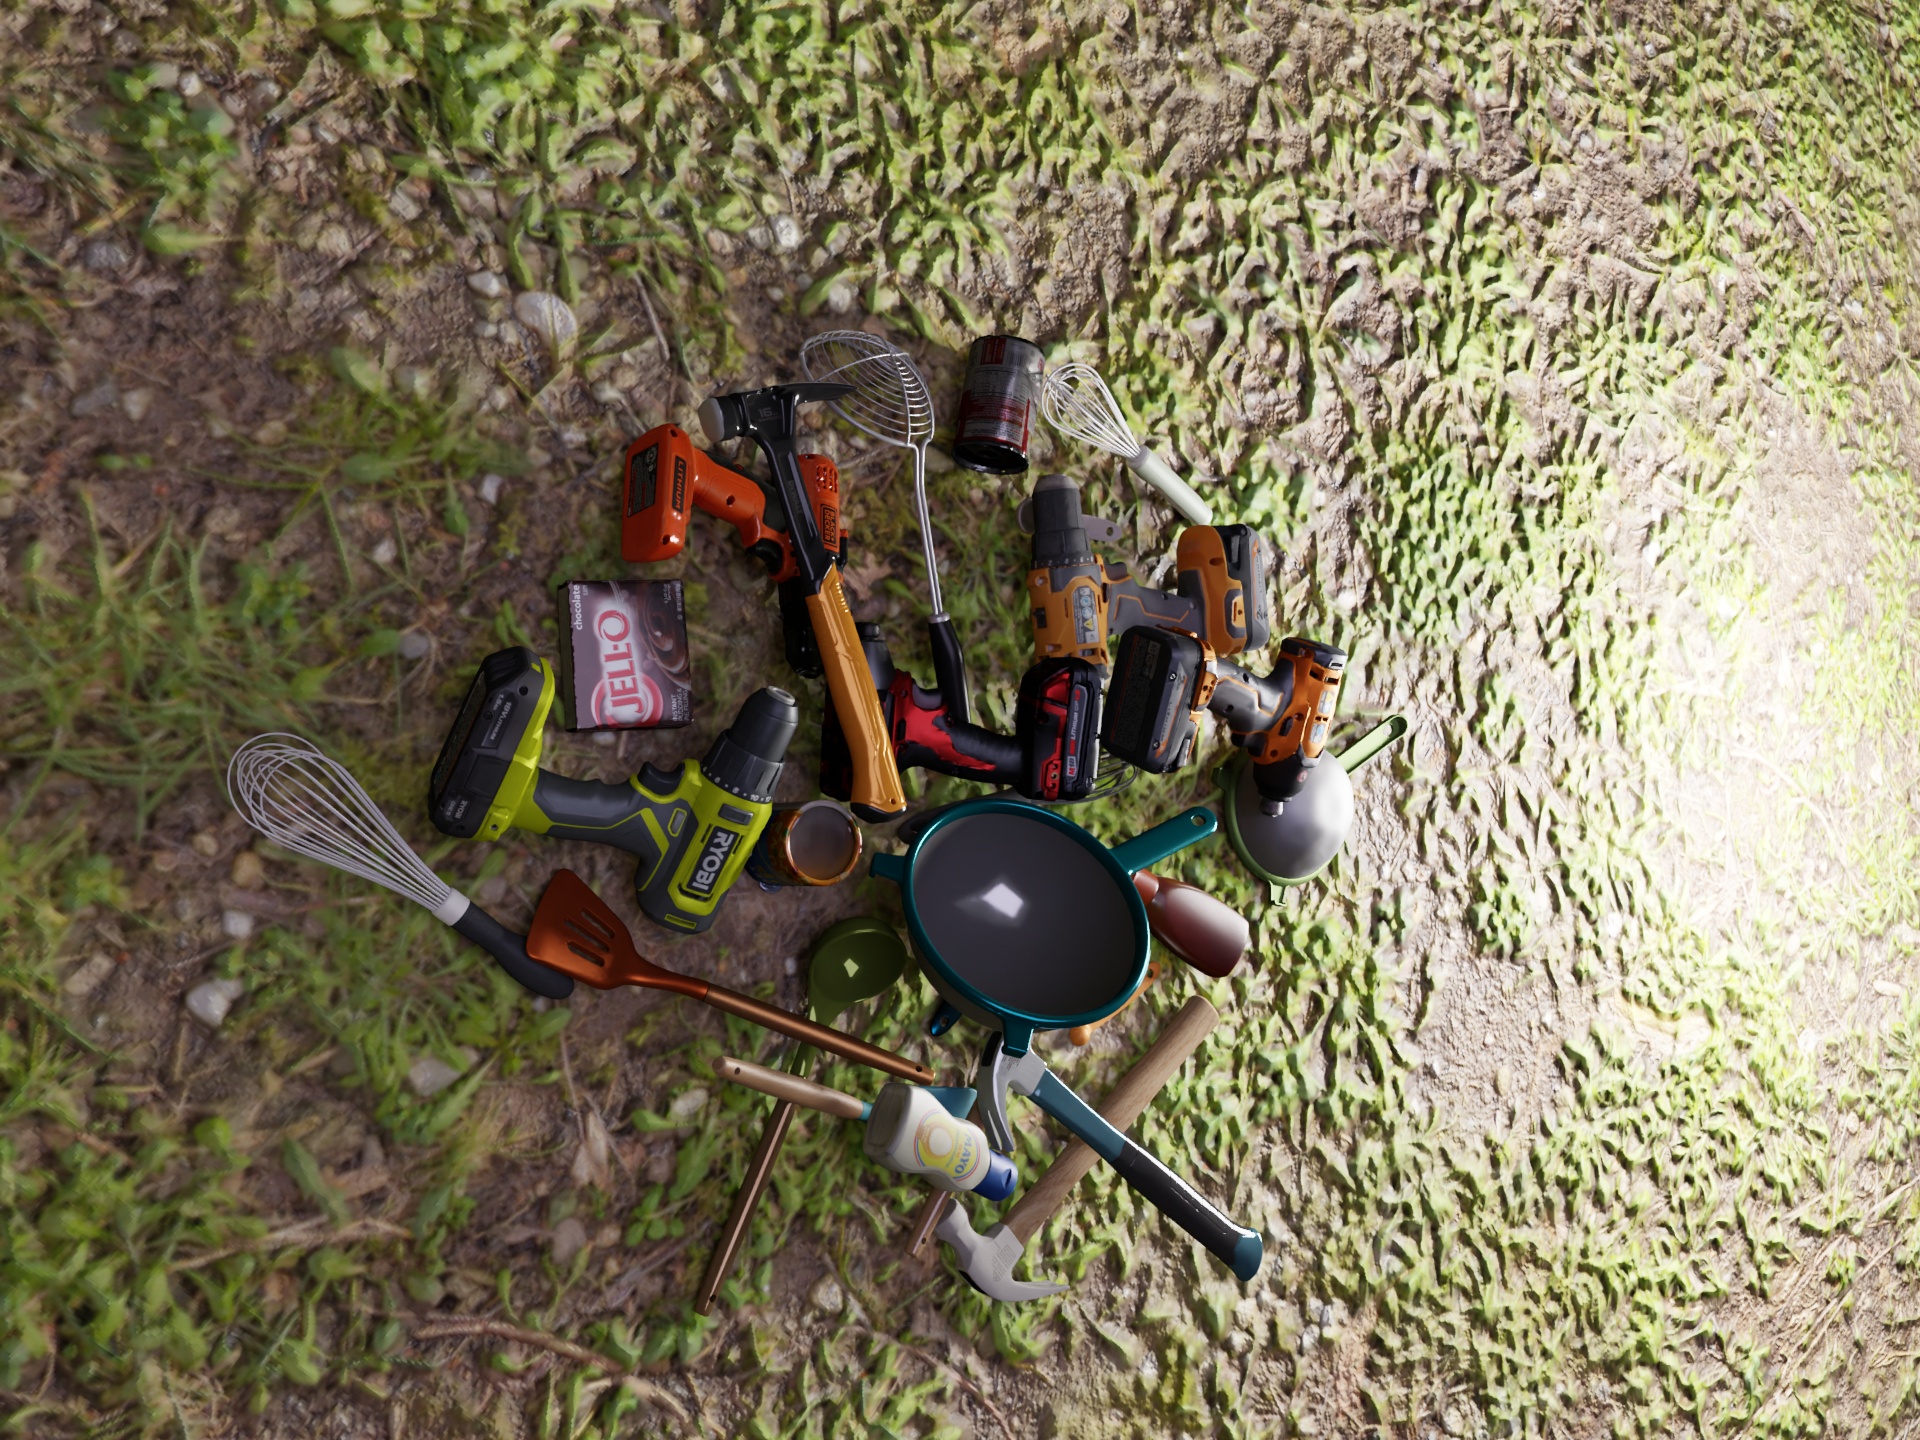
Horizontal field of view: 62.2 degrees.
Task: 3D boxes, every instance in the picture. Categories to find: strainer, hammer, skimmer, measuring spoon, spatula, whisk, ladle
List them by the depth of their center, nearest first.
[{"bbox_3d":[-0.375,0.110,1.088,0.284,0.070,0.070,44,65,-25],"label":"whisk"},{"bbox_3d":[-0.163,0.206,1.177,0.322,0.041,0.081,23,45,-11],"label":"spatula"},{"bbox_3d":[-0.094,-0.087,1.198,0.127,0.034,0.337,-18,95,-36],"label":"hammer"},{"bbox_3d":[-0.084,0.291,1.206,0.317,0.044,0.082,38,65,-54],"label":"spatula"},{"bbox_3d":[-0.127,0.299,1.217,0.078,0.062,0.320,34,71,-35],"label":"ladle"},{"bbox_3d":[-0.052,-0.143,1.319,0.127,0.090,0.363,-29,113,-56],"label":"skimmer"},{"bbox_3d":[0.085,0.155,1.321,0.340,0.095,0.211,-21,63,-40],"label":"strainer"},{"bbox_3d":[0.029,0.297,1.324,0.059,0.018,0.316,47,59,-33],"label":"spatula"},{"bbox_3d":[0.019,0.216,1.332,0.042,0.021,0.129,51,61,-17],"label":"measuring spoon"},{"bbox_3d":[0.141,0.368,1.345,0.330,0.033,0.128,42,63,-18],"label":"hammer"},{"bbox_3d":[0.051,0.063,1.357,0.239,0.055,0.055,-17,94,-27],"label":"whisk"},{"bbox_3d":[0.118,0.361,1.372,0.331,0.031,0.130,-42,106,-28],"label":"hammer"},{"bbox_3d":[0.140,0.250,1.409,0.117,0.011,0.021,-35,103,-29],"label":"measuring spoon"},{"bbox_3d":[0.096,-0.177,1.429,0.124,0.018,0.034,6,94,-37],"label":"measuring spoon"},{"bbox_3d":[0.154,-0.241,1.429,0.246,0.058,0.059,34,98,-40],"label":"whisk"},{"bbox_3d":[0.366,0.058,1.533,0.256,0.069,0.151,-32,101,-28],"label":"strainer"}]

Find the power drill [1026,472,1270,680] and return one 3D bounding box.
[{"bbox_3d":[0.160,-0.131,1.419,0.226,0.084,0.185,-8,94,-27],"label":"power drill"}]

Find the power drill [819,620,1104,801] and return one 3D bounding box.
[{"bbox_3d":[-0.002,-0.004,1.279,0.219,0.078,0.143,2,97,-14],"label":"power drill"}]

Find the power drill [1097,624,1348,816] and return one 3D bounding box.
[{"bbox_3d":[0.234,0.002,1.391,0.226,0.084,0.164,5,103,-35],"label":"power drill"}]

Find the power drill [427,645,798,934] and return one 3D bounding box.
[{"bbox_3d":[-0.240,0.035,1.130,0.228,0.080,0.190,22,102,-26],"label":"power drill"}]
